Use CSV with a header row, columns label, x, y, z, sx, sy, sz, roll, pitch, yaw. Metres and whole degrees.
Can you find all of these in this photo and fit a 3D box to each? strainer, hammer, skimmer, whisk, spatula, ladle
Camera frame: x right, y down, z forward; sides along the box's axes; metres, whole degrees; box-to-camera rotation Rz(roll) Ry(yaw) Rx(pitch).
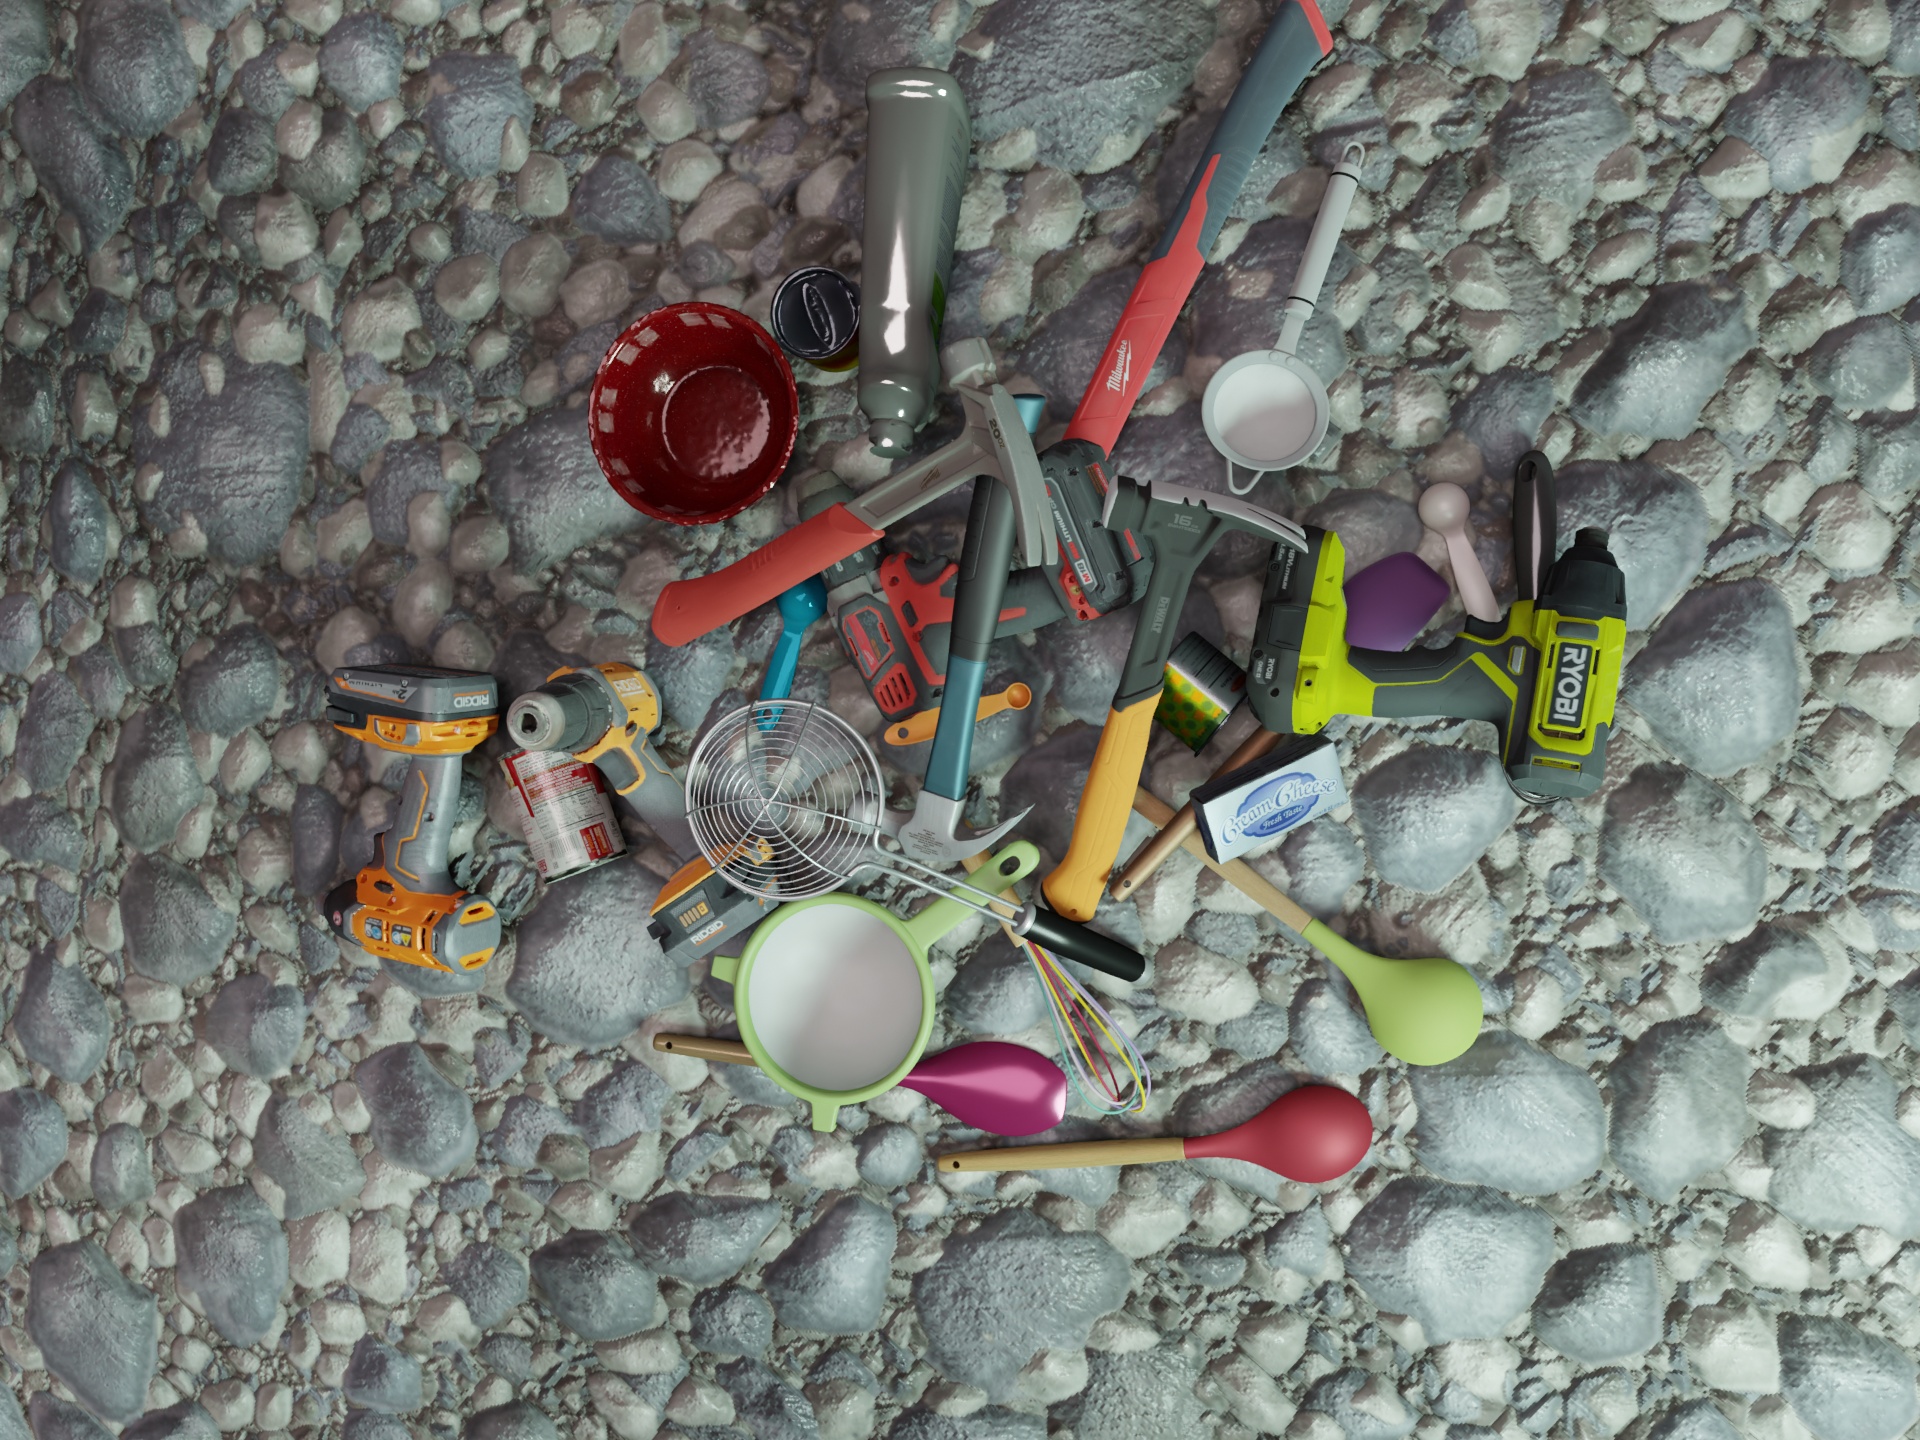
label,x,y,z,sx,sy,sz,roll,pitch,yaw
strainer,0.230,-0.274,1.091,0.087,0.050,0.258,20,91,4
hammer,-0.089,-0.114,1.079,0.359,0.036,0.149,-23,81,40
skimmer,-0.015,0.100,1.066,0.363,0.090,0.127,27,96,-34
hammer,0.120,0.003,1.059,0.127,0.034,0.336,13,122,-2
whisk,0.388,-0.062,1.064,0.055,0.055,0.239,-1,88,12
whisk,0.059,0.178,1.148,0.051,0.047,0.245,-33,81,-1
strainer,-0.043,0.167,1.153,0.256,0.069,0.151,-38,80,8
spatula,0.213,0.007,1.102,0.060,0.018,0.316,43,92,8
hammer,0.136,-0.325,1.109,0.143,0.038,0.386,28,98,11
ladle,0.223,0.126,1.115,0.320,0.062,0.078,37,101,15
hammer,0.006,-0.057,1.061,0.128,0.033,0.331,19,112,21
ladle,0.135,0.308,1.144,0.315,0.031,0.069,-8,91,14

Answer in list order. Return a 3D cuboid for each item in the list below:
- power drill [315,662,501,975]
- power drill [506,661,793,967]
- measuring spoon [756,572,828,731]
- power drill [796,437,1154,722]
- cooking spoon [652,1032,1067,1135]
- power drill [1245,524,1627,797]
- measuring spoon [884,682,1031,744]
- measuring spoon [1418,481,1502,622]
label,x,y,z,sx,sy,sz,roll,pitch,yaw
power drill,-0.431,0.073,1.220,0.164,0.084,0.226,6,98,26
power drill,-0.225,0.059,1.129,0.084,0.185,0.226,-34,89,10
measuring spoon,-0.132,-0.052,1.184,0.042,0.021,0.128,18,95,11
power drill,0.000,-0.118,1.106,0.226,0.080,0.188,-23,94,26
cooking spoon,-0.079,0.261,1.189,0.319,0.017,0.069,5,92,11
power drill,0.310,-0.052,1.033,0.223,0.080,0.171,9,80,19
measuring spoon,-0.002,-0.004,1.167,0.117,0.011,0.021,-18,89,16
measuring spoon,0.346,-0.104,1.084,0.034,0.018,0.124,-21,89,12
